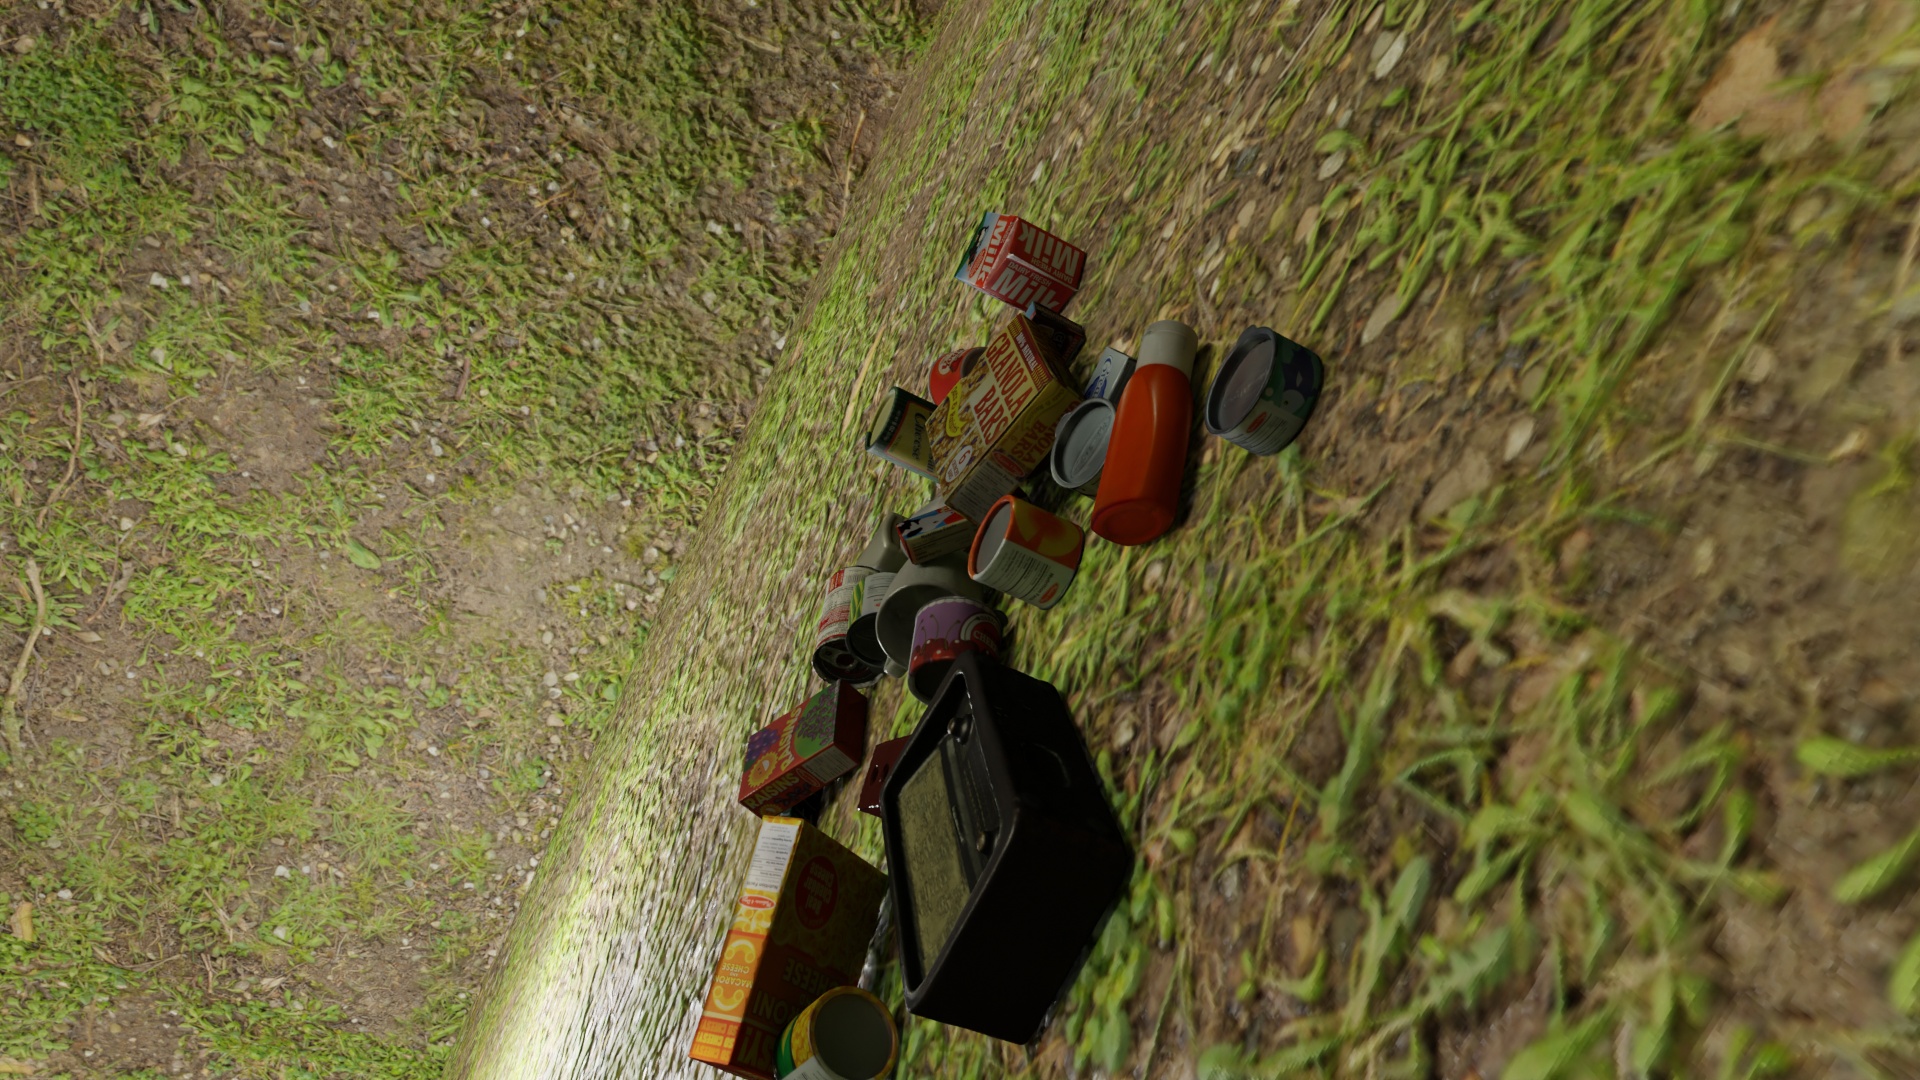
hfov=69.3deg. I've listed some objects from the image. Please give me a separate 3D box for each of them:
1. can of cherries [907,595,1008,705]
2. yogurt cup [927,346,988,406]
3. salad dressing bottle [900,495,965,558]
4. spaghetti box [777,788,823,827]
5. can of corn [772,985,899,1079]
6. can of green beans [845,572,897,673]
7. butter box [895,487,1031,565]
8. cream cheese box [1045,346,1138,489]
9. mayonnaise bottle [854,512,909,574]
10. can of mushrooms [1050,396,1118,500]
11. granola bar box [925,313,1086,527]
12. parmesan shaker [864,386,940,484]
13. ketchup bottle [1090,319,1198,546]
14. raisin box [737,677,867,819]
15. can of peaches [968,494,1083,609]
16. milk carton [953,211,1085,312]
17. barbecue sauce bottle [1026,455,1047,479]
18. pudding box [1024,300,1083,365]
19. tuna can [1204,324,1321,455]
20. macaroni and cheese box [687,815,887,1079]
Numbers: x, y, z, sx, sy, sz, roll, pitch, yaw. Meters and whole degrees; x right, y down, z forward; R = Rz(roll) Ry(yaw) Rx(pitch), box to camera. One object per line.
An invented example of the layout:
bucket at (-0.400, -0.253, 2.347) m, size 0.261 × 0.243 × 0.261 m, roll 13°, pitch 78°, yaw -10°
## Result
can of cherries at (-0.001, 0.083, 1.012) m, size 0.071 × 0.071 × 0.059 m, roll -51°, pitch 22°, yaw 41°
yogurt cup at (0.011, -0.149, 1.299) m, size 0.054 × 0.072 × 0.072 m, roll -14°, pitch 53°, yaw 60°
salad dressing bottle at (-0.006, -0.014, 1.197) m, size 0.147 × 0.044 × 0.064 m, roll -25°, pitch 41°, yaw 64°
spaghetti box at (-0.153, 0.258, 1.300) m, size 0.050 × 0.028 × 0.251 m, roll -50°, pitch 22°, yaw 40°
can of corn at (-0.081, 0.331, 0.909) m, size 0.058 × 0.071 × 0.071 m, roll -49°, pitch 23°, yaw 42°
can of green beans at (-0.066, 0.070, 1.225) m, size 0.071 × 0.071 × 0.058 m, roll -56°, pitch 19°, yaw 32°
butter box at (0.004, -0.014, 1.088) m, size 0.053 × 0.103 × 0.024 m, roll -127°, pitch 18°, yaw -71°
cream cheese box at (0.100, -0.086, 1.003) m, size 0.103 × 0.024 × 0.053 m, roll -64°, pitch 18°, yaw 8°
mayonnaise bottle at (-0.091, 0.042, 1.388) m, size 0.147 × 0.041 × 0.065 m, roll -55°, pitch 18°, yaw 35°
can of mushrooms at (0.094, -0.062, 0.944) m, size 0.070 × 0.033 × 0.071 m, roll -34°, pitch 45°, yaw 42°
granola bar box at (0.031, -0.097, 1.073) m, size 0.124 × 0.039 × 0.166 m, roll -48°, pitch 21°, yaw 15°
parmesan shaker at (-0.029, -0.087, 1.262) m, size 0.071 × 0.103 × 0.072 m, roll -56°, pitch 20°, yaw 32°
ketchup bottle at (0.121, -0.072, 0.882) m, size 0.064 × 0.043 × 0.149 m, roll -38°, pitch 32°, yaw 57°
raisin box at (-0.145, 0.193, 1.279) m, size 0.123 × 0.040 × 0.086 m, roll -33°, pitch 31°, yaw 23°
can of peaches at (0.045, 0.007, 0.982) m, size 0.071 × 0.058 × 0.071 m, roll -56°, pitch 20°, yaw 32°
milk carton at (0.056, -0.254, 1.286) m, size 0.073 × 0.072 × 0.191 m, roll -63°, pitch 17°, yaw 9°
barbecue sauce bottle at (0.034, -0.080, 1.164) m, size 0.065 × 0.043 × 0.149 m, roll -58°, pitch 18°, yaw 2°
pudding box at (0.062, -0.152, 1.167) m, size 0.083 × 0.049 × 0.030 m, roll -56°, pitch 17°, yaw 28°
tuna can at (0.168, -0.084, 0.773) m, size 0.070 × 0.033 × 0.071 m, roll -56°, pitch 19°, yaw 31°
macaroni and cheese box at (-0.116, 0.295, 0.978) m, size 0.040 × 0.123 × 0.167 m, roll -2°, pitch 59°, yaw 30°
